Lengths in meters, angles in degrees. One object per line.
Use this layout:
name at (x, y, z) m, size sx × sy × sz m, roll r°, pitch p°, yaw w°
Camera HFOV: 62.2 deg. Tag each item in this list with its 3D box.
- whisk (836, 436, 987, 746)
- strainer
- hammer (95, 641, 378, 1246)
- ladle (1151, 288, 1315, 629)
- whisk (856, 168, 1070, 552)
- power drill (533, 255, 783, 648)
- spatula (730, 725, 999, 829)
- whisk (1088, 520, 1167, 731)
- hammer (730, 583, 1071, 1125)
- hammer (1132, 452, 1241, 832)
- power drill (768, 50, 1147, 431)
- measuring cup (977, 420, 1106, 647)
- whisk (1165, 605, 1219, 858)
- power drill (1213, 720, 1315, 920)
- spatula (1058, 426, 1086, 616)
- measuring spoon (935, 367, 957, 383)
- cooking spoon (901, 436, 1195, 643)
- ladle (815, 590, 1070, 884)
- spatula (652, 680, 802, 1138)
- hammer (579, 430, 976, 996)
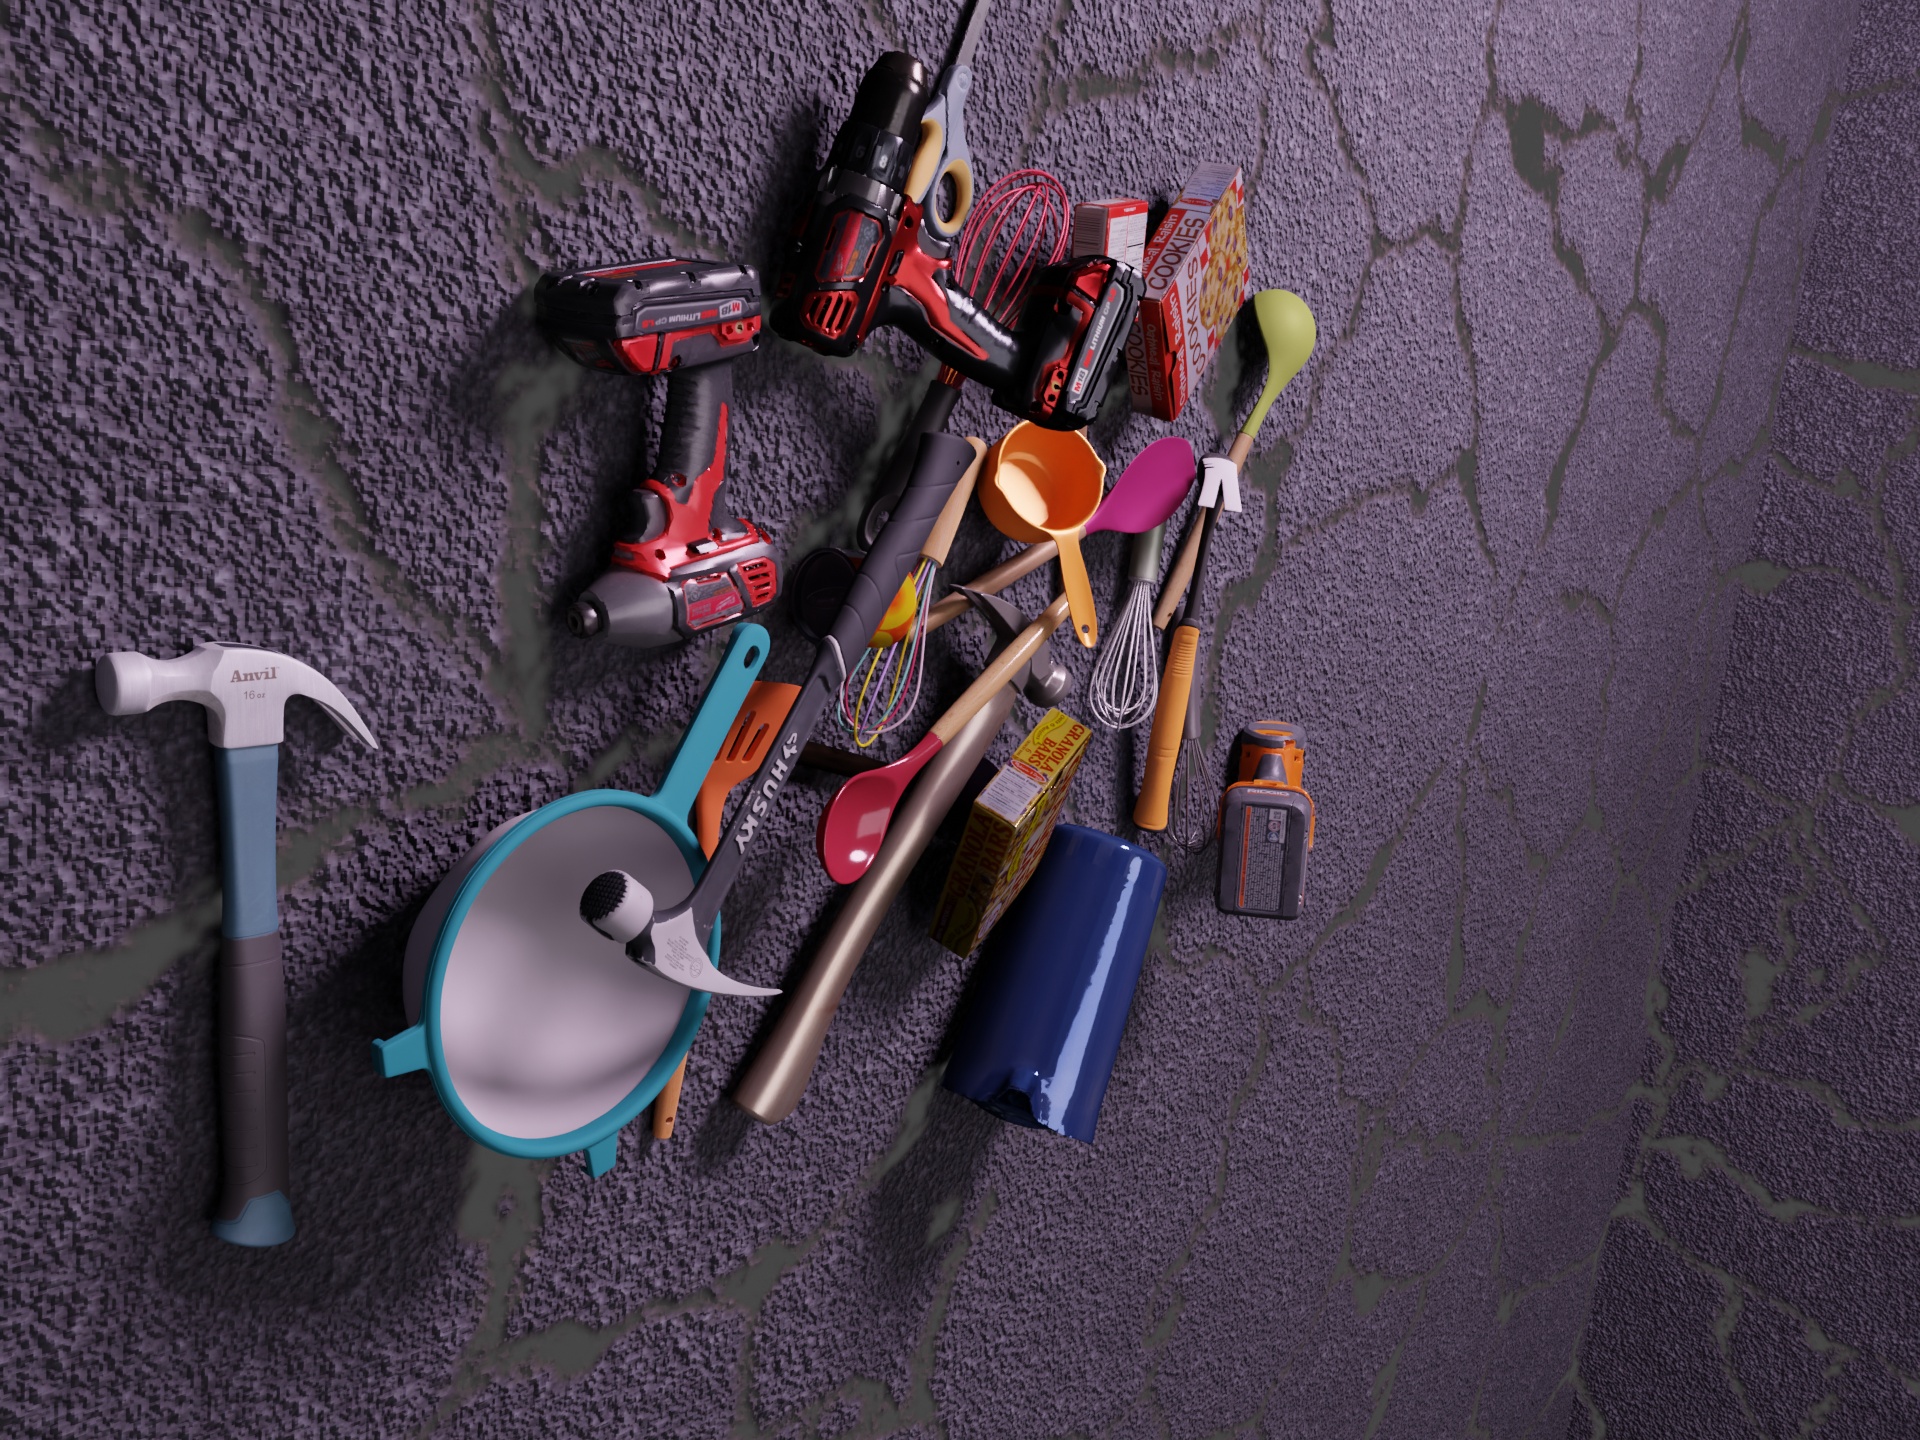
whisk at (-0.031, -0.093, 1.139) m, size 0.047 × 0.051 × 0.245 m, roll 33°, pitch 71°, yaw -39°
strainer at (-0.220, 0.083, 0.943) m, size 0.210 × 0.095 × 0.340 m, roll 49°, pitch 58°, yaw -48°
hammer at (-0.369, 0.122, 0.824) m, size 0.128 × 0.033 × 0.331 m, roll -9°, pitch 109°, yaw -46°
ladle at (0.231, -0.231, 1.407) m, size 0.078 × 0.062 × 0.320 m, roll 25°, pitch 89°, yaw -55°
whisk at (-0.002, -0.250, 1.110) m, size 0.073 × 0.073 × 0.296 m, roll 28°, pitch 87°, yaw -50°
power drill at (-0.176, -0.151, 0.928) m, size 0.143 × 0.079 × 0.219 m, roll -25°, pitch 123°, yaw -42°
spatula at (-0.059, 0.036, 1.166) m, size 0.315 × 0.018 × 0.060 m, roll 17°, pitch 90°, yaw -51°
whisk at (0.153, -0.111, 1.349) m, size 0.059 × 0.058 × 0.246 m, roll -16°, pitch 115°, yaw -84°
hammer at (-0.054, 0.098, 1.154) m, size 0.411 × 0.038 × 0.146 m, roll -60°, pitch 140°, yaw -13°
hammer at (0.190, -0.052, 1.359) m, size 0.127 × 0.034 × 0.336 m, roll -73°, pitch 172°, yaw -65°
power drill at (0.004, -0.300, 1.026) m, size 0.226 × 0.080 × 0.188 m, roll 18°, pitch 97°, yaw -24°
measuring cup at (0.065, -0.135, 1.182) m, size 0.095 × 0.052 × 0.173 m, roll -12°, pitch 88°, yaw -26°
whisk at (0.206, 0.013, 1.446) m, size 0.055 × 0.055 × 0.239 m, roll -21°, pitch 112°, yaw -44°
power drill at (0.285, 0.106, 1.485) m, size 0.226 × 0.084 × 0.164 m, roll -52°, pitch 145°, yaw -70°
spatula at (0.098, -0.234, 1.241) m, size 0.082 × 0.044 × 0.317 m, roll -20°, pitch 118°, yaw -49°
measuring spoon at (-0.018, -0.215, 1.137) m, size 0.021 × 0.011 × 0.117 m, roll 29°, pitch 80°, yaw -50°
cooking spoon at (0.074, -0.138, 1.233) m, size 0.319 × 0.017 × 0.068 m, roll -34°, pitch 125°, yaw -29°
ladle at (-0.002, -0.004, 1.126) m, size 0.315 × 0.031 × 0.069 m, roll -46°, pitch 136°, yaw -29°
spatula at (-0.168, 0.127, 1.051) m, size 0.081 × 0.041 × 0.322 m, roll 3°, pitch 101°, yaw -43°
hammer at (-0.084, -0.018, 0.988) m, size 0.149 × 0.036 × 0.409 m, roll 50°, pitch 58°, yaw -43°
